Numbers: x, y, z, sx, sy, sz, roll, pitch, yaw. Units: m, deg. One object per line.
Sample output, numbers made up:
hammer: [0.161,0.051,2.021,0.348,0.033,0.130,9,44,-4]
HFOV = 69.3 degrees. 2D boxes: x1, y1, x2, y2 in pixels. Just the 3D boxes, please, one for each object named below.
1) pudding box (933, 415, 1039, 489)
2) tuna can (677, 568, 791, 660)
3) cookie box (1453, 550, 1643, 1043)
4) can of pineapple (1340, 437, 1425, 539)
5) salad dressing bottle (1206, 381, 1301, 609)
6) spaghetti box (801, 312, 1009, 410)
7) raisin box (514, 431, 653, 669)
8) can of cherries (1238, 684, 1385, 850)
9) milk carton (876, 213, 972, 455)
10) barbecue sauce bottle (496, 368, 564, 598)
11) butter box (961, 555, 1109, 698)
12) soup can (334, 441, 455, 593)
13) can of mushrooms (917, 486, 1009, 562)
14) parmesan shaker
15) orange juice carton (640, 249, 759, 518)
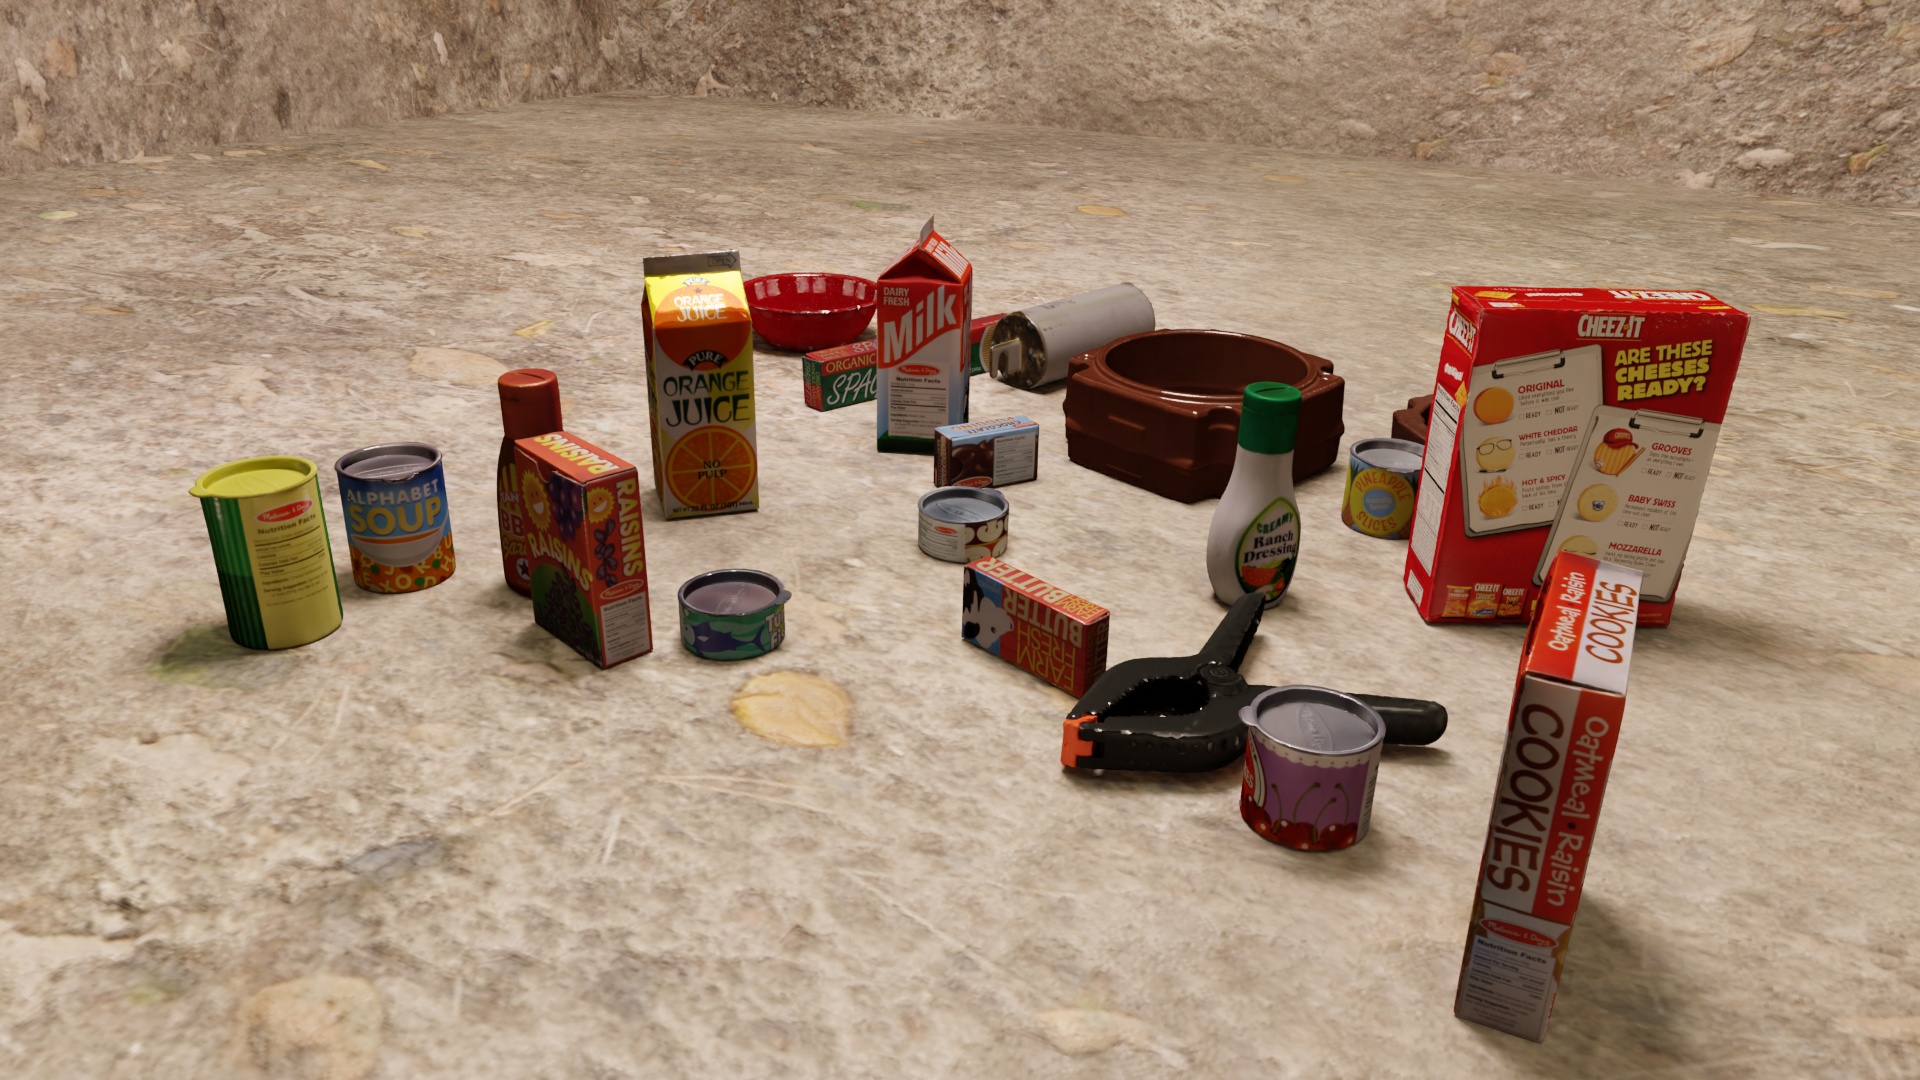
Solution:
pudding box: [0.021,-0.069,1.109,0.084,0.049,0.030,-12,27,-27]
tuna can: [-0.140,0.046,0.866,0.071,0.032,0.071,1,24,0]
cookie box: [0.250,0.105,0.593,0.040,0.166,0.123,12,26,24]
can of pineapple: [0.324,-0.039,1.049,0.071,0.057,0.071,1,24,0]
salad dressing bottle: [0.196,-0.029,0.910,0.064,0.147,0.044,-10,26,-24]
spaghetti box: [-0.042,-0.174,1.339,0.251,0.050,0.029,-18,31,-37]
raisin box: [-0.230,0.004,0.844,0.040,0.122,0.086,-20,31,-39]
can of cherries: [0.174,0.114,0.701,0.071,0.058,0.072,1,24,0]
milk carton: [-0.030,-0.173,1.167,0.073,0.189,0.072,4,24,6]
barbecue sauce bottle: [-0.273,-0.036,0.901,0.065,0.147,0.044,14,27,26]
butter box: [0.044,0.051,0.839,0.024,0.053,0.103,-20,32,-40]
soup can: [-0.375,-0.014,0.926,0.071,0.083,0.071,1,24,0]
can of mushrooms: [0.004,-0.013,1.003,0.071,0.033,0.071,1,24,0]
parmesan shaker: [-0.424,0.008,0.850,0.071,0.102,0.071,1,24,0]
orange juice carton: [-0.195,-0.119,1.036,0.072,0.191,0.073,-7,25,-18]
